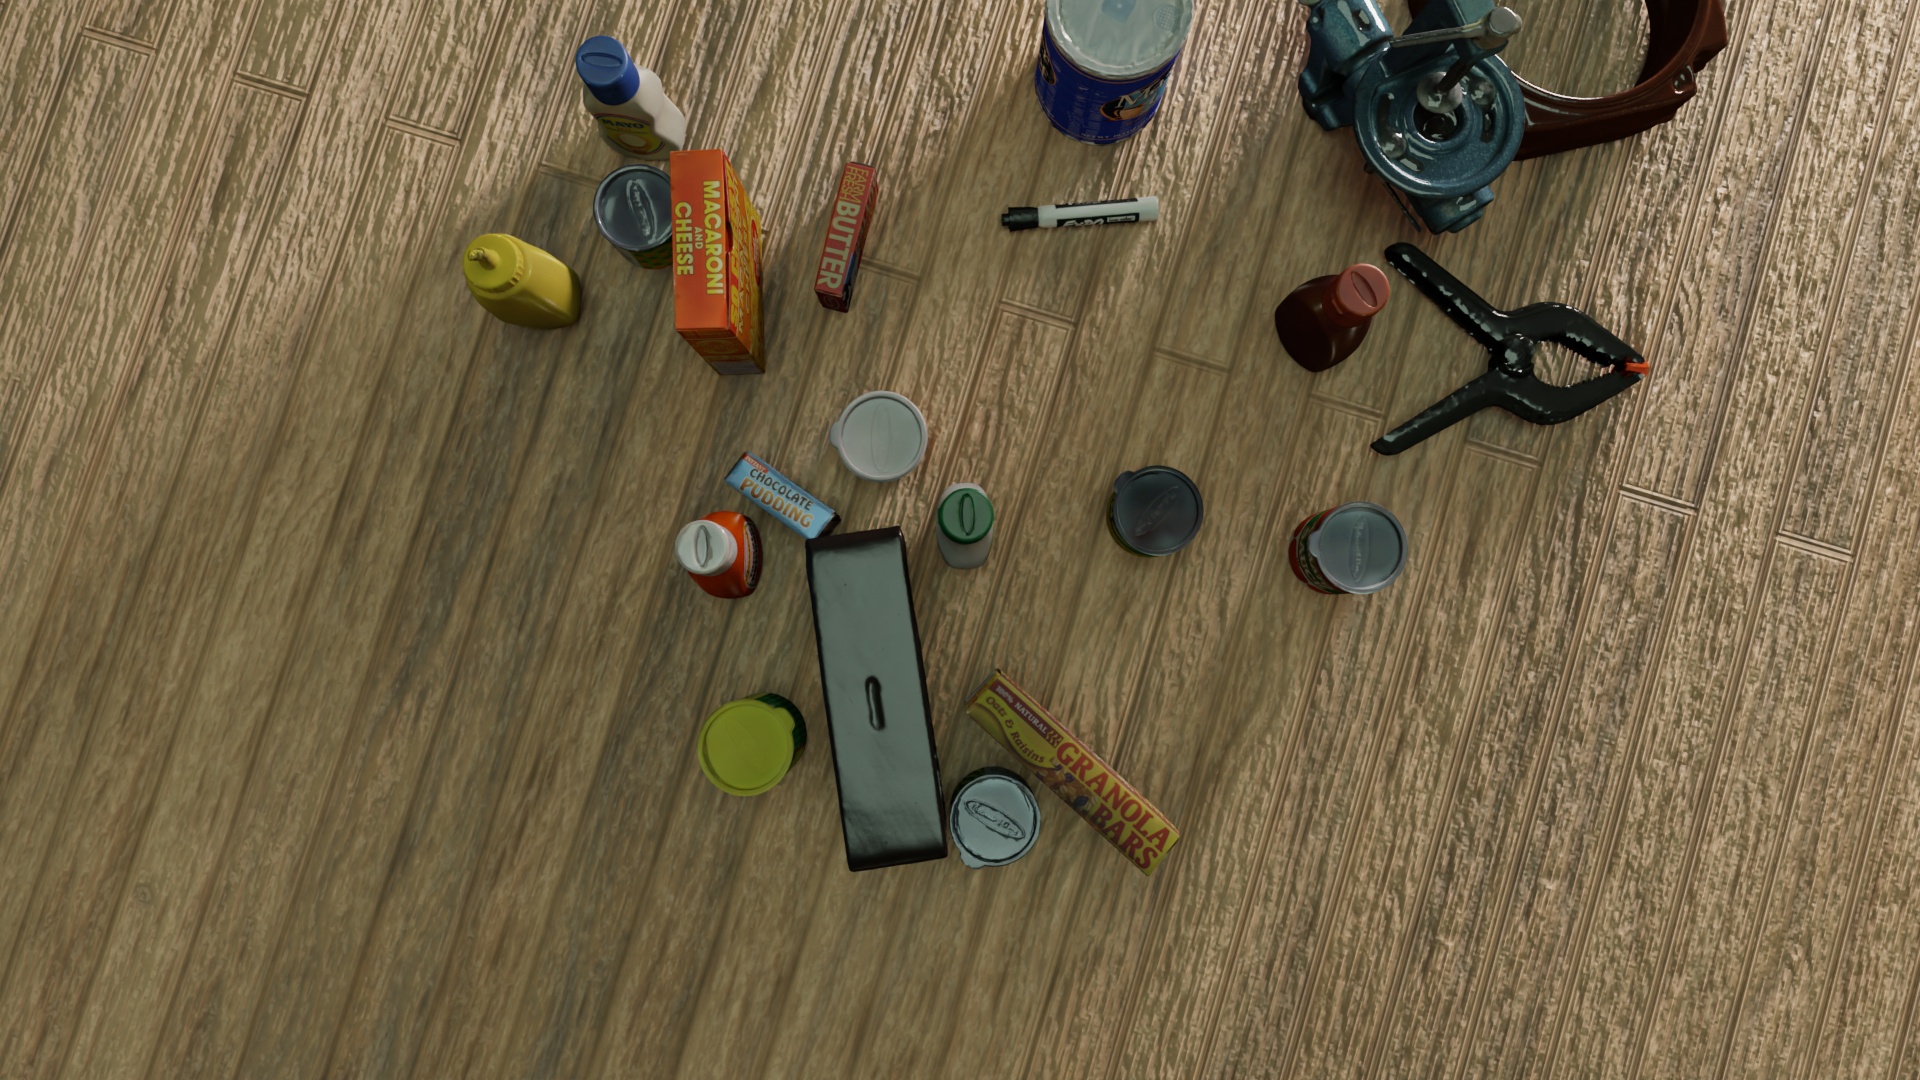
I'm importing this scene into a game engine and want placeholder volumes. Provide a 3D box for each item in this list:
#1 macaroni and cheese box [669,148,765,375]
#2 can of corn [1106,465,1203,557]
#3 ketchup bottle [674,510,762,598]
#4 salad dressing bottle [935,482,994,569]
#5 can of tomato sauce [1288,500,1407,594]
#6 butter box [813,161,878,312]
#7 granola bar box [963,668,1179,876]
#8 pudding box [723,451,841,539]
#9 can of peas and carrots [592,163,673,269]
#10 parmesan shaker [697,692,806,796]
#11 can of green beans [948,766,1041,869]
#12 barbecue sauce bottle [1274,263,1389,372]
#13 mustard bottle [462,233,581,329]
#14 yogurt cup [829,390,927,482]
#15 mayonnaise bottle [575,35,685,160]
[{"bbox_3d":[-0.171,-0.194,0.995,0.040,0.166,0.123,-3,87,0],"label":"macaroni and cheese box"},{"bbox_3d":[0.142,-0.022,1.040,0.071,0.058,0.071,0,86,0],"label":"can of corn"},{"bbox_3d":[-0.172,0.009,0.990,0.043,0.148,0.064,-1,87,0],"label":"ketchup bottle"},{"bbox_3d":[0.004,-0.012,0.993,0.044,0.147,0.064,-1,87,0],"label":"salad dressing bottle"},{"bbox_3d":[0.282,0.008,1.026,0.071,0.083,0.071,0,87,0],"label":"can of tomato sauce"},{"bbox_3d":[-0.086,-0.230,1.055,0.024,0.053,0.103,14,86,1],"label":"butter box"},{"bbox_3d":[0.076,0.160,0.994,0.165,0.124,0.039,42,87,2],"label":"granola bar box"},{"bbox_3d":[-0.132,-0.031,1.043,0.084,0.049,0.030,35,87,2],"label":"pudding box"},{"bbox_3d":[-0.236,-0.245,1.052,0.071,0.058,0.071,0,86,0],"label":"can of peas and carrots"},{"bbox_3d":[-0.146,0.144,1.004,0.071,0.103,0.071,0,87,0],"label":"parmesan shaker"},{"bbox_3d":[0.025,0.202,1.024,0.071,0.058,0.071,0,86,0],"label":"can of green beans"},{"bbox_3d":[0.270,-0.164,1.005,0.044,0.148,0.065,-31,87,-2],"label":"barbecue sauce bottle"},{"bbox_3d":[-0.320,-0.188,0.997,0.065,0.160,0.049,0,87,0],"label":"mustard bottle"},{"bbox_3d":[-0.058,-0.075,1.044,0.072,0.054,0.072,0,86,0],"label":"yogurt cup"},{"bbox_3d":[-0.244,-0.320,1.012,0.065,0.148,0.041,7,87,0],"label":"mayonnaise bottle"}]
